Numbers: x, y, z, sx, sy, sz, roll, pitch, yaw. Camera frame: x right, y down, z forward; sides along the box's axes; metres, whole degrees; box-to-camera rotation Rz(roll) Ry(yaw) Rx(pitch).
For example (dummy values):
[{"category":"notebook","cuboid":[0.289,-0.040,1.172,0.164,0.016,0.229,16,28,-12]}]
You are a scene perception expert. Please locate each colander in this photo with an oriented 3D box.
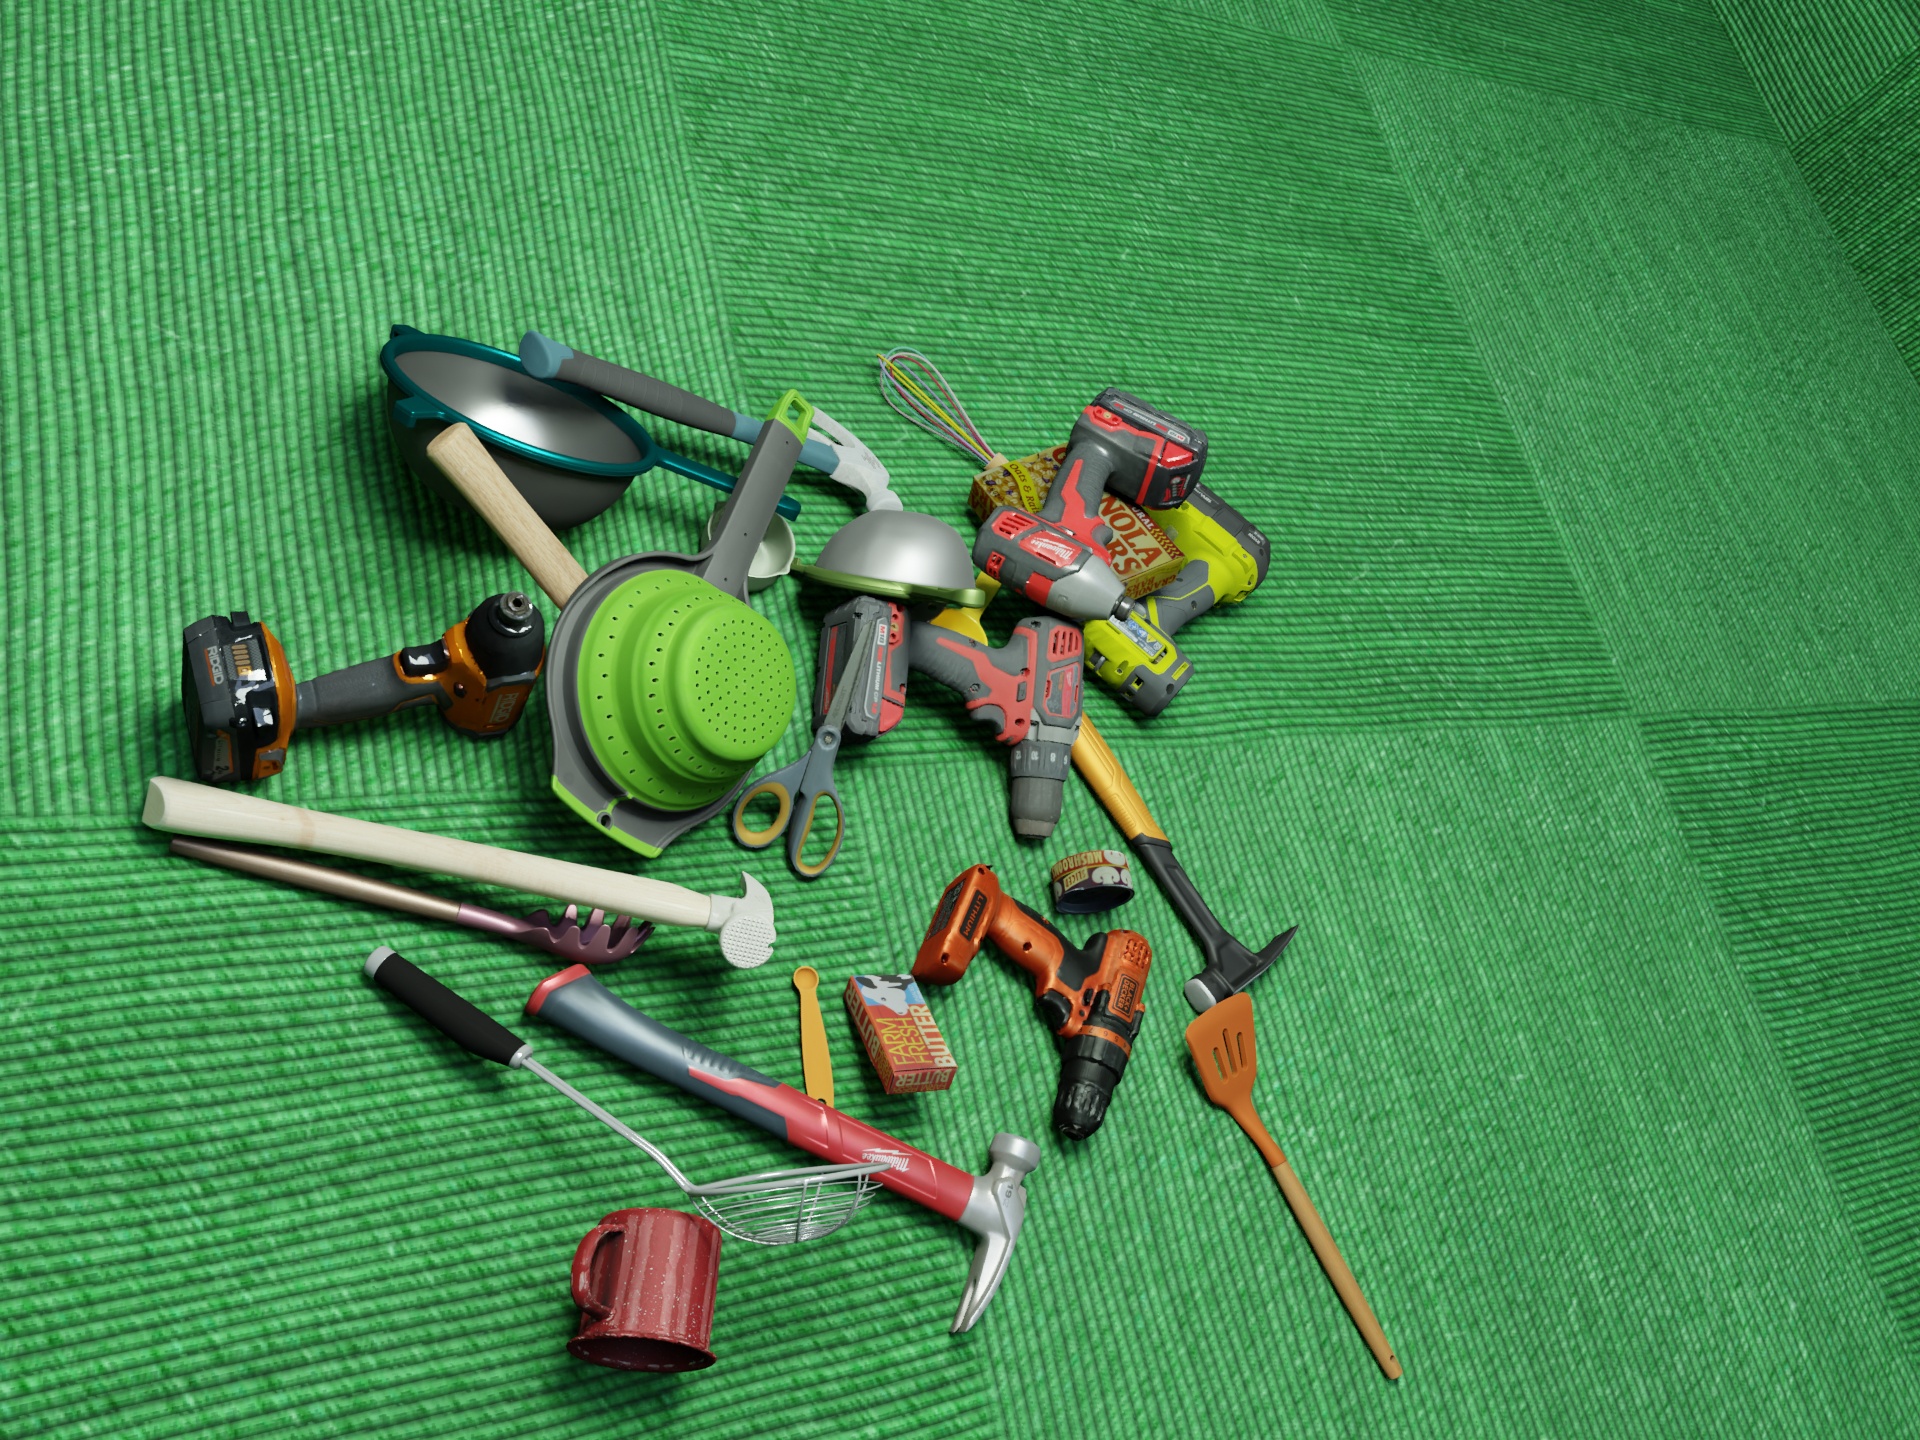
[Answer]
[{"category":"colander","cuboid":[-0.161,-0.093,1.171,0.204,0.094,0.397,43,56,-39]}]

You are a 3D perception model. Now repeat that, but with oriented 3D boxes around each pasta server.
[{"category":"pasta server","cuboid":[-0.366,0.116,1.078,0.316,0.060,0.040,17,95,-17]}]

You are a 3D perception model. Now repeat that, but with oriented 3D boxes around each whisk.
[{"category":"whisk","cuboid":[0.014,-0.260,1.492,0.245,0.047,0.051,42,64,-8]}]

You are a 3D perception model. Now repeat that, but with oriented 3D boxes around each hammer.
[{"category":"hammer","cuboid":[-0.131,0.288,1.114,0.386,0.038,0.143,29,61,-12]},{"category":"hammer","cuboid":[-0.201,-0.248,1.308,0.330,0.033,0.128,15,32,-36]},{"category":"hammer","cuboid":[-0.331,0.095,1.082,0.410,0.146,0.038,14,95,-12]},{"category":"hammer","cuboid":[-0.263,-0.076,1.150,0.331,0.031,0.130,55,48,-30]},{"category":"hammer","cuboid":[0.159,0.084,1.390,0.127,0.034,0.337,-29,81,-36]}]

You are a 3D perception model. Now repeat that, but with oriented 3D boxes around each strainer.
[{"category":"strainer","cuboid":[-0.292,-0.187,1.237,0.340,0.095,0.211,18,23,-29]},{"category":"strainer","cuboid":[-0.032,-0.131,1.266,0.151,0.256,0.069,5,97,-22]}]

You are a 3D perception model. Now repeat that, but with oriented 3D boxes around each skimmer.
[{"category":"skimmer","cuboid":[-0.220,0.228,1.036,0.363,0.127,0.090,32,80,7]}]

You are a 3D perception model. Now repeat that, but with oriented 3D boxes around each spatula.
[{"category":"spatula","cuboid":[0.276,0.381,1.292,0.081,0.041,0.323,-21,77,-36]}]

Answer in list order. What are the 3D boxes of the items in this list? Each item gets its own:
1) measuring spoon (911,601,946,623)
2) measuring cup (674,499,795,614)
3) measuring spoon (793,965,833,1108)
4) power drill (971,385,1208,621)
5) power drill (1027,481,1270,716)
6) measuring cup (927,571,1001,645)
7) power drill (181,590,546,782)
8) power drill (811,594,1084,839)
[{"category":"measuring spoon","cuboid":[-0.062,-0.076,1.341,0.124,0.018,0.034,-32,69,-21]},{"category":"measuring cup","cuboid":[-0.204,-0.116,1.294,0.083,0.038,0.168,44,54,-1]},{"category":"measuring spoon","cuboid":[-0.109,0.240,1.174,0.021,0.011,0.117,0,68,-24]},{"category":"power drill","cuboid":[0.120,-0.178,1.366,0.143,0.078,0.220,30,57,11]},{"category":"power drill","cuboid":[0.169,-0.130,1.485,0.190,0.080,0.228,41,55,7]},{"category":"measuring cup","cuboid":[0.009,-0.097,1.414,0.062,0.029,0.157,35,43,-6]},{"category":"power drill","cuboid":[-0.392,-0.032,1.065,0.226,0.164,0.084,-10,71,-31]},{"category":"power drill","cuboid":[-0.002,-0.004,1.309,0.226,0.080,0.188,8,83,-25]}]
